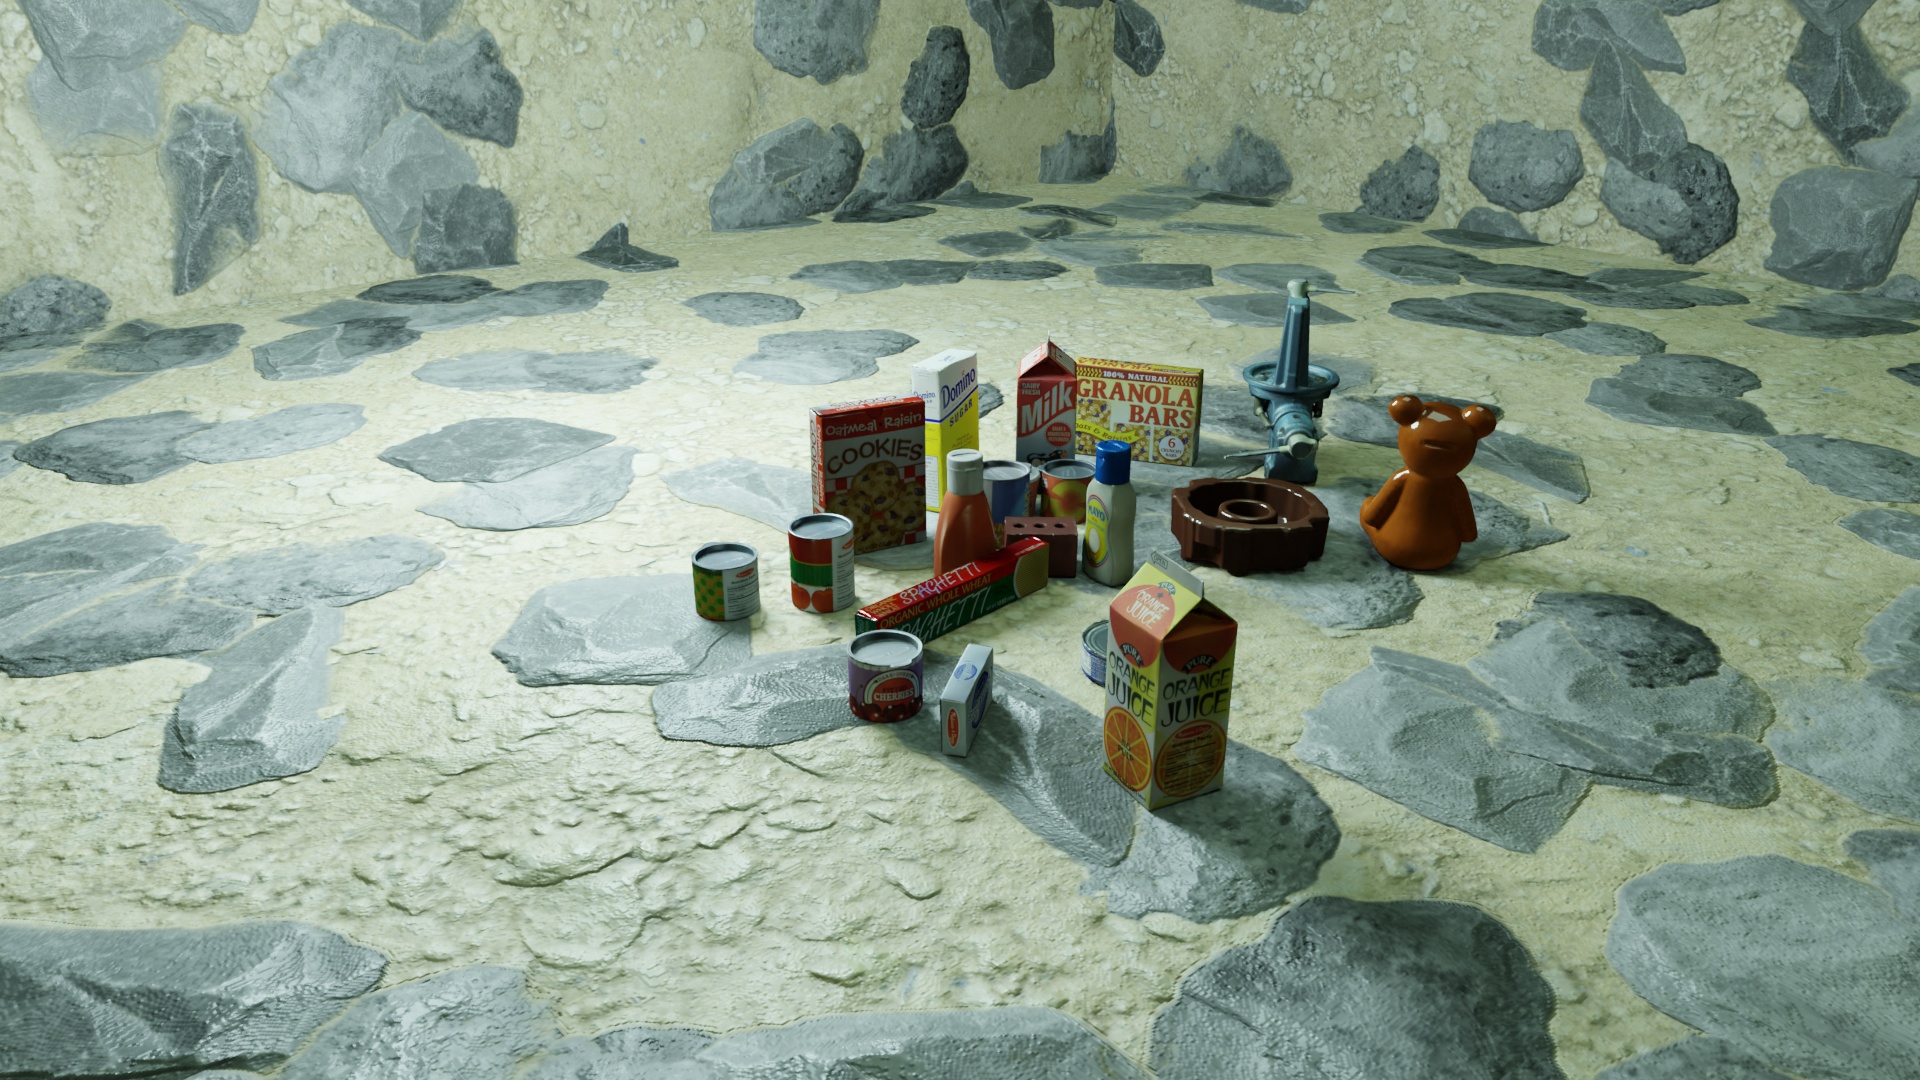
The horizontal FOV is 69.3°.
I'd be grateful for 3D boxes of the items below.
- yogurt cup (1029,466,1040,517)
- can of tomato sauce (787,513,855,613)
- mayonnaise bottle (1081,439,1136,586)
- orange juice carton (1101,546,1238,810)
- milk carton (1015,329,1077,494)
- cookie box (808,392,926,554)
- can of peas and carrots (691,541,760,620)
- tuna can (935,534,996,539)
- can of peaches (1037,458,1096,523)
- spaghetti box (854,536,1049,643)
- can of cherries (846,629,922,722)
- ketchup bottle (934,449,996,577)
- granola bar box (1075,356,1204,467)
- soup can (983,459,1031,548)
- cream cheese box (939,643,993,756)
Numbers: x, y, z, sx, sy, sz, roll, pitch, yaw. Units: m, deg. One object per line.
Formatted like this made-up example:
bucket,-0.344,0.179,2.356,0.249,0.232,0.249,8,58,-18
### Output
yogurt cup,0.059,-0.056,1.625,0.072,0.053,0.073,0,23,0
can of tomato sauce,-0.142,0.022,1.406,0.071,0.082,0.071,0,23,0
mayonnaise bottle,0.156,-0.030,1.449,0.041,0.147,0.065,-12,26,-26
orange juice carton,0.162,0.105,1.082,0.073,0.191,0.072,-11,26,-25
milk carton,0.104,-0.156,1.685,0.073,0.189,0.072,2,23,4
cookie box,-0.099,-0.071,1.516,0.123,0.166,0.040,-12,26,-26
can of peas and carrots,-0.236,0.040,1.394,0.071,0.058,0.071,0,23,0
tuna can,0.005,0.011,1.497,0.071,0.032,0.071,0,23,0
can of peaches,0.124,-0.058,1.625,0.071,0.057,0.071,0,23,0
spaghetti box,-0.003,0.056,1.370,0.029,0.050,0.251,21,31,39
can of cherries,-0.065,0.119,1.213,0.071,0.058,0.072,0,23,0
ketchup bottle,0.005,-0.018,1.418,0.065,0.148,0.043,-7,24,-17
granola bar box,0.226,-0.167,1.795,0.165,0.123,0.039,8,24,17
soup can,0.047,-0.041,1.554,0.071,0.083,0.071,0,23,0
cream cheese box,0.006,0.135,1.185,0.024,0.053,0.104,6,24,13
